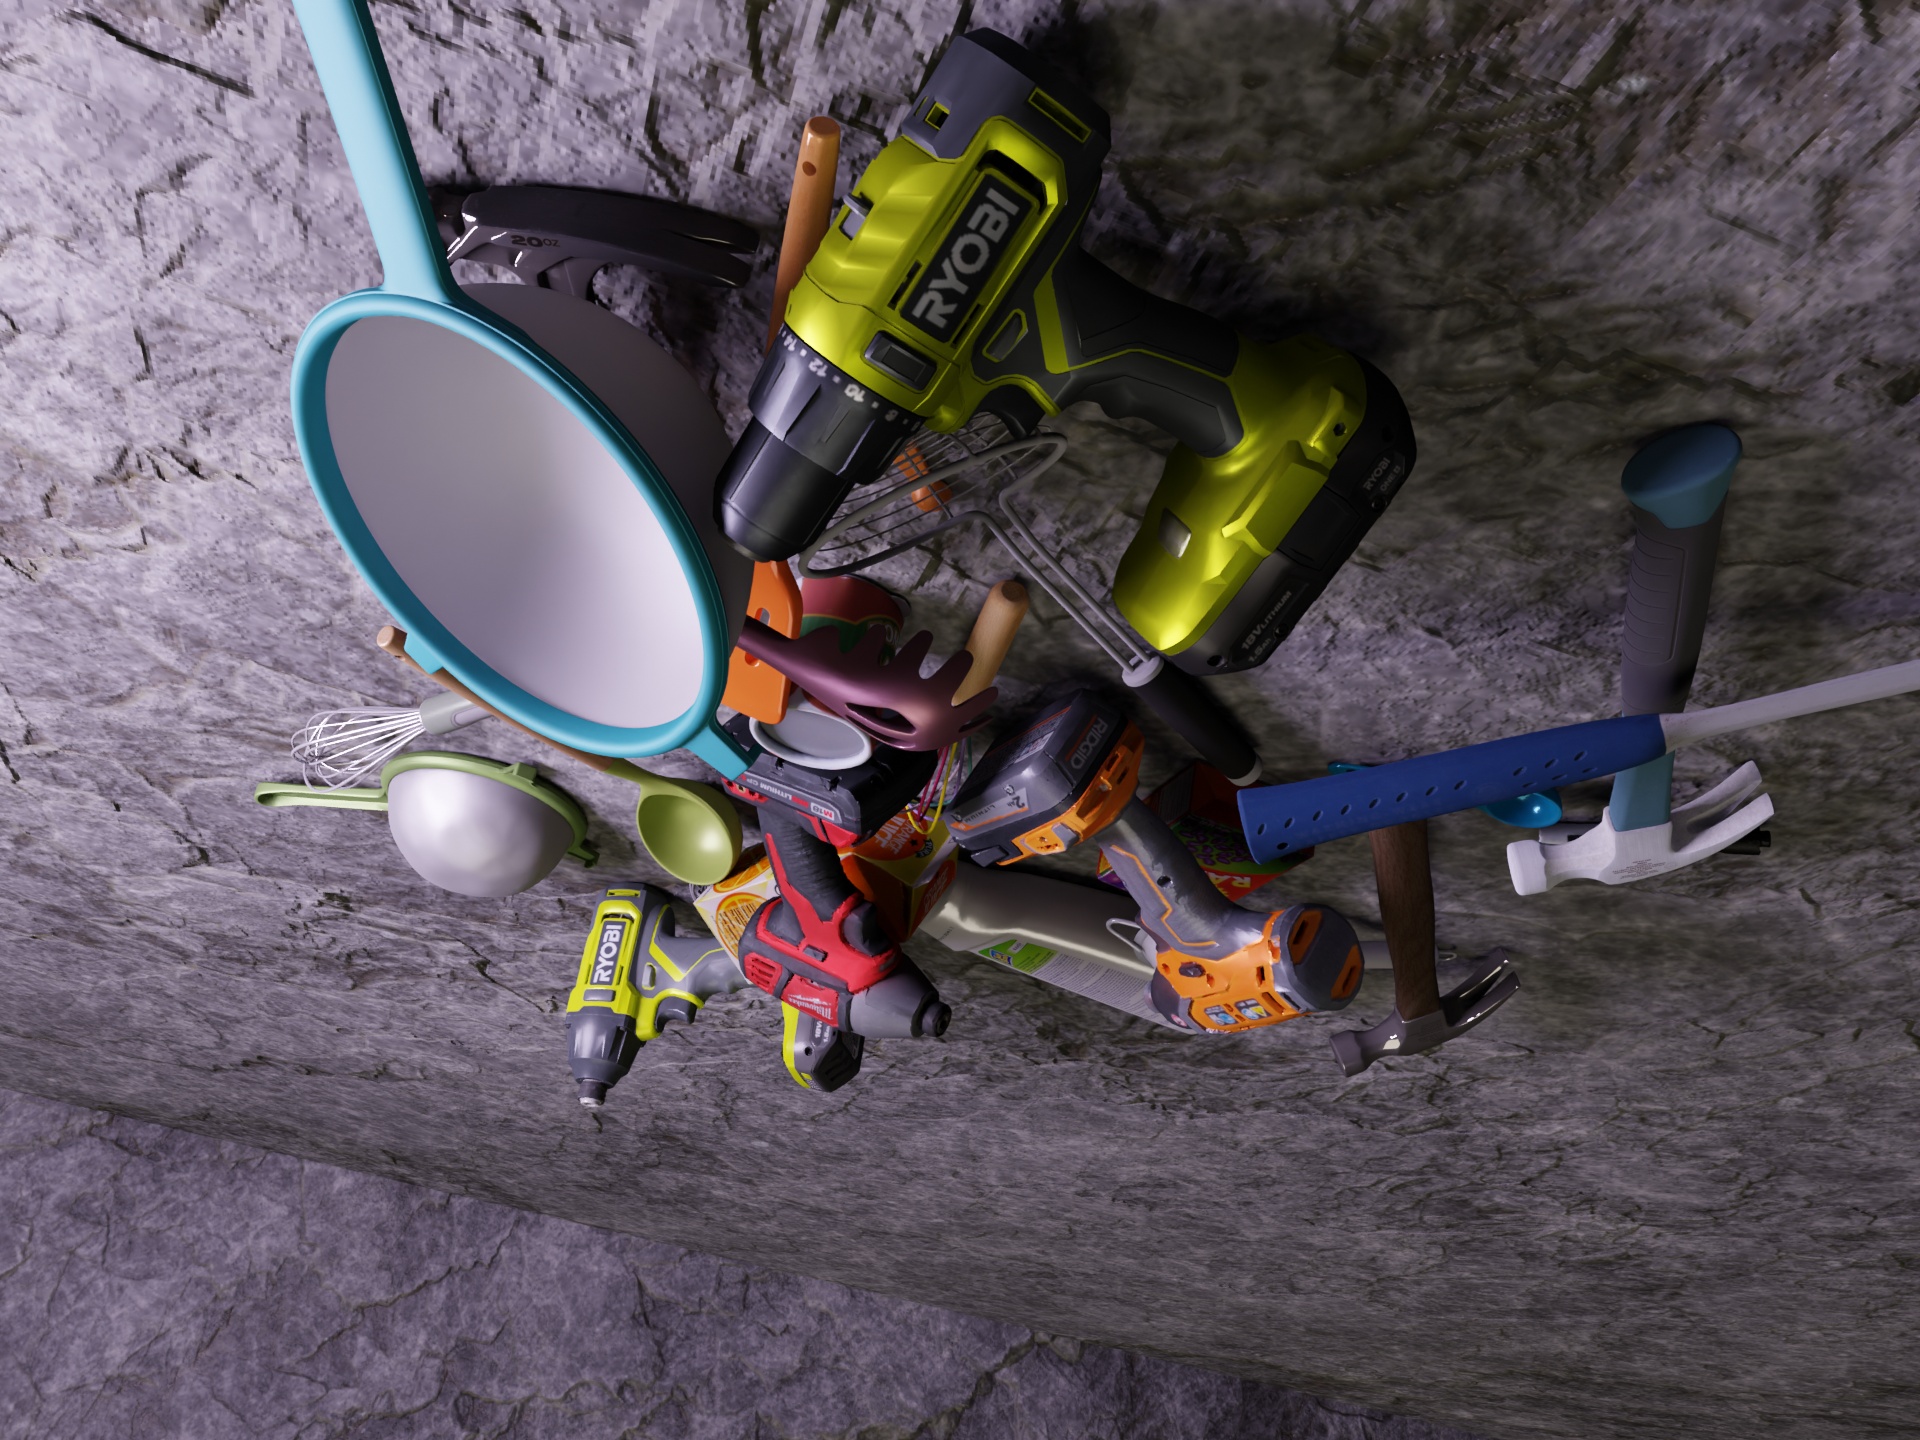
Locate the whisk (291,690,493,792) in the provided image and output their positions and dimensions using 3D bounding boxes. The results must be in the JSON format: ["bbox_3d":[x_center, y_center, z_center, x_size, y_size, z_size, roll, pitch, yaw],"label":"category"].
[{"bbox_3d":[-0.341,0.000,1.014,0.246,0.059,0.057,-15,154,31],"label":"whisk"}]

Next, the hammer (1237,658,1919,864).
[{"bbox_3d":[0.325,0.000,0.713,0.405,0.035,0.143,-15,142,17],"label":"hammer"}]

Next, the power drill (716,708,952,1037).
[{"bbox_3d":[-0.070,0.095,0.937,0.143,0.078,0.219,21,131,27],"label":"power drill"}]

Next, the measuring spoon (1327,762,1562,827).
[{"bbox_3d":[0.273,0.033,0.897,0.129,0.021,0.042,12,152,18],"label":"measuring spoon"}]

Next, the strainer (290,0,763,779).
[{"bbox_3d":[-0.163,-0.142,0.601,0.211,0.095,0.340,17,136,27],"label":"strainer"}]

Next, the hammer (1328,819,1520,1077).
[{"bbox_3d":[0.285,0.132,1.000,0.130,0.031,0.331,-21,142,4],"label":"hammer"}]

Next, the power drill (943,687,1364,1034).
[{"bbox_3d":[0.102,0.097,0.923,0.226,0.084,0.164,43,147,-10],"label":"power drill"}]

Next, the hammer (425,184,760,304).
[{"bbox_3d":[-0.157,-0.108,0.770,0.149,0.037,0.358,9,150,4],"label":"hammer"}]

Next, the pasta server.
[{"bbox_3d":[-0.130,-0.065,0.724,0.316,0.040,0.060,28,148,13],"label":"pasta server"}]

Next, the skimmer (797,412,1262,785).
[{"bbox_3d":[0.062,-0.033,0.769,0.127,0.090,0.362,-27,137,23],"label":"skimmer"}]

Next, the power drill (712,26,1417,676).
[{"bbox_3d":[0.037,-0.107,0.585,0.228,0.080,0.190,26,108,-30],"label":"power drill"}]

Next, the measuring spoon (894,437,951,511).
[{"bbox_3d":[-0.035,-0.129,0.714,0.021,0.011,0.116,-5,147,26],"label":"measuring spoon"}]

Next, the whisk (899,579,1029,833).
[{"bbox_3d":[0.000,-0.001,0.899,0.051,0.047,0.244,16,147,-6],"label":"whisk"}]

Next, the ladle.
[{"bbox_3d":[-0.237,0.026,0.969,0.078,0.062,0.319,1,158,29],"label":"ladle"}]

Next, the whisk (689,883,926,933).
[{"bbox_3d":[-0.080,0.134,1.166,0.239,0.055,0.055,7,151,-3],"label":"whisk"}]

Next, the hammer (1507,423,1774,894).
[{"bbox_3d":[0.328,-0.013,0.754,0.128,0.033,0.330,-11,143,11],"label":"hammer"}]

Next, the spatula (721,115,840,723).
[{"bbox_3d":[-0.085,-0.114,0.680,0.081,0.041,0.322,29,145,6],"label":"spatula"}]

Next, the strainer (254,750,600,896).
[{"bbox_3d":[-0.403,0.083,1.154,0.256,0.069,0.151,3,150,10],"label":"strainer"}]

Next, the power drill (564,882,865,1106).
[{"bbox_3d":[-0.187,0.214,1.213,0.223,0.171,0.080,0,150,13],"label":"power drill"}]

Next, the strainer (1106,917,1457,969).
[{"bbox_3d":[0.221,0.157,1.060,0.258,0.050,0.086,3,143,-18],"label":"strainer"}]
